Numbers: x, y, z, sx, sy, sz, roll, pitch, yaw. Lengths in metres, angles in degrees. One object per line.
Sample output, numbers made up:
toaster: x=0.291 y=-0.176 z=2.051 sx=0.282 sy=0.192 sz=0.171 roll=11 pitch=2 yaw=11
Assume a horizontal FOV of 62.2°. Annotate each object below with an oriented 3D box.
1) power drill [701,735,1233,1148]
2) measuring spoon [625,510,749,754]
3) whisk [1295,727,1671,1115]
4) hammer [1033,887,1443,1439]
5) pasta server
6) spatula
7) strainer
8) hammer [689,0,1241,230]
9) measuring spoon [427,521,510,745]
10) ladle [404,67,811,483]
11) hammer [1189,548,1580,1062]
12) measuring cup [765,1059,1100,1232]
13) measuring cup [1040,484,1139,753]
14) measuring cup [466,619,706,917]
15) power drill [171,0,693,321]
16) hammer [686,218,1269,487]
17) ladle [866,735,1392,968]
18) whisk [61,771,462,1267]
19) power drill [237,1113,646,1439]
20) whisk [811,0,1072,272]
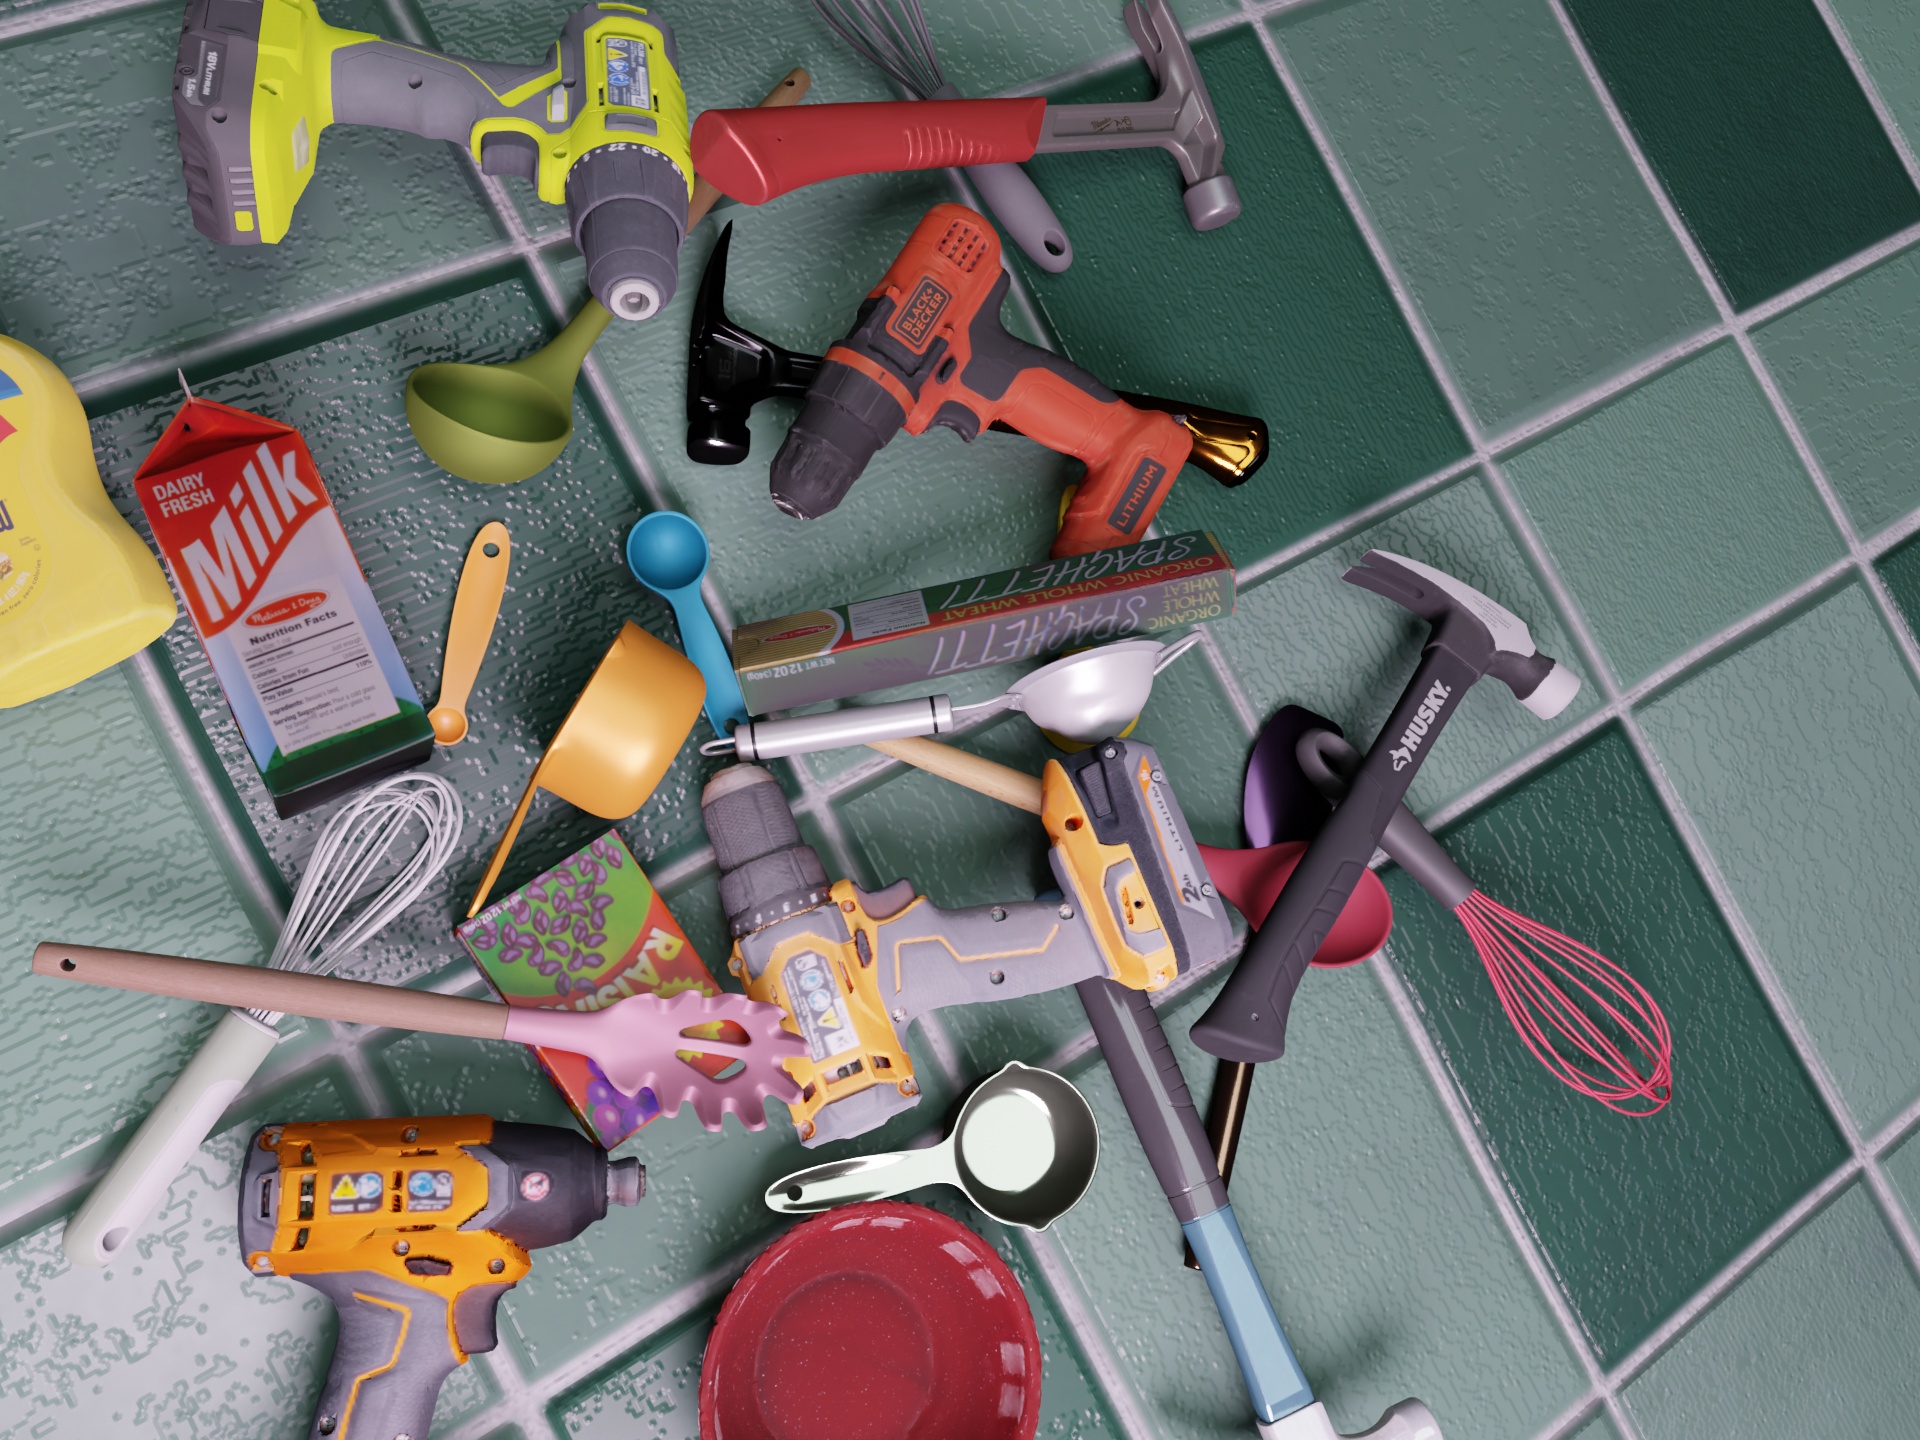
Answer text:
power drill: x=-0.005 y=0.080 z=0.774 sx=0.226 sy=0.084 sz=0.185 roll=-21 pitch=79 yaw=-7
measuring spoon: x=-0.135 y=-0.043 z=0.806 sx=0.042 sy=0.021 sz=0.128 roll=-21 pitch=95 yaw=-23
whisk: x=0.297 y=0.112 z=0.901 sx=0.296 sy=0.073 sz=0.073 roll=45 pitch=68 yaw=-2
hammer: x=0.119 y=0.235 z=0.806 sx=0.128 sy=0.033 sz=0.331 roll=-20 pitch=79 yaw=-15
pasta server: x=-0.221 y=0.126 z=0.677 sx=0.316 sy=0.040 sz=0.060 roll=12 pitch=86 yaw=-17
spatula: x=0.160 y=0.138 z=0.869 sx=0.059 sy=0.018 sz=0.316 roll=22 pitch=71 yaw=-18
strainer: x=-0.001 y=-0.003 z=0.794 sx=0.258 sy=0.086 sz=0.050 roll=-9 pitch=73 yaw=-2
hammer: x=0.010 y=-0.328 z=0.861 sx=0.359 sy=0.037 sz=0.149 roll=-19 pitch=87 yaw=-38
measuring spoon: x=-0.237 y=-0.042 z=0.770 sx=0.021 sy=0.011 sz=0.117 roll=15 pitch=70 yaw=-19
ladle: x=-0.166 y=-0.242 z=0.815 sx=0.078 sy=0.062 sz=0.320 roll=30 pitch=66 yaw=6
hammer: x=0.213 y=0.045 z=0.855 sx=0.146 sy=0.035 sz=0.335 roll=38 pitch=61 yaw=1
measuring cup: x=-0.015 y=0.216 z=0.780 sx=0.167 sy=0.038 sz=0.083 roll=-7 pitch=81 yaw=-15
measuring cup: x=0.070 y=-0.059 z=0.873 sx=0.062 sy=0.029 sz=0.157 roll=3 pitch=77 yaw=-19
measuring cup: x=-0.165 y=0.031 z=0.715 sx=0.052 sy=0.095 sz=0.174 roll=30 pitch=43 yaw=-14
power drill: x=-0.240 y=-0.272 z=0.754 sx=0.228 sy=0.080 sz=0.191 roll=1 pitch=57 yaw=-17
hammer: x=0.018 y=-0.183 z=0.880 sx=0.336 sy=0.034 sz=0.127 roll=6 pitch=77 yaw=-19
ladle: x=0.083 y=0.057 z=0.844 sx=0.315 sy=0.031 sz=0.069 roll=21 pitch=68 yaw=-8
whisk: x=-0.300 y=0.125 z=0.690 sx=0.059 sy=0.057 sz=0.246 roll=25 pitch=72 yaw=23
power drill: x=-0.213 y=0.280 z=0.660 sx=0.164 sy=0.084 sz=0.227 roll=0 pitch=75 yaw=-11
whisk: x=-0.010 y=-0.355 z=0.904 sx=0.055 sy=0.055 sz=0.239 roll=-41 pitch=98 yaw=-23
